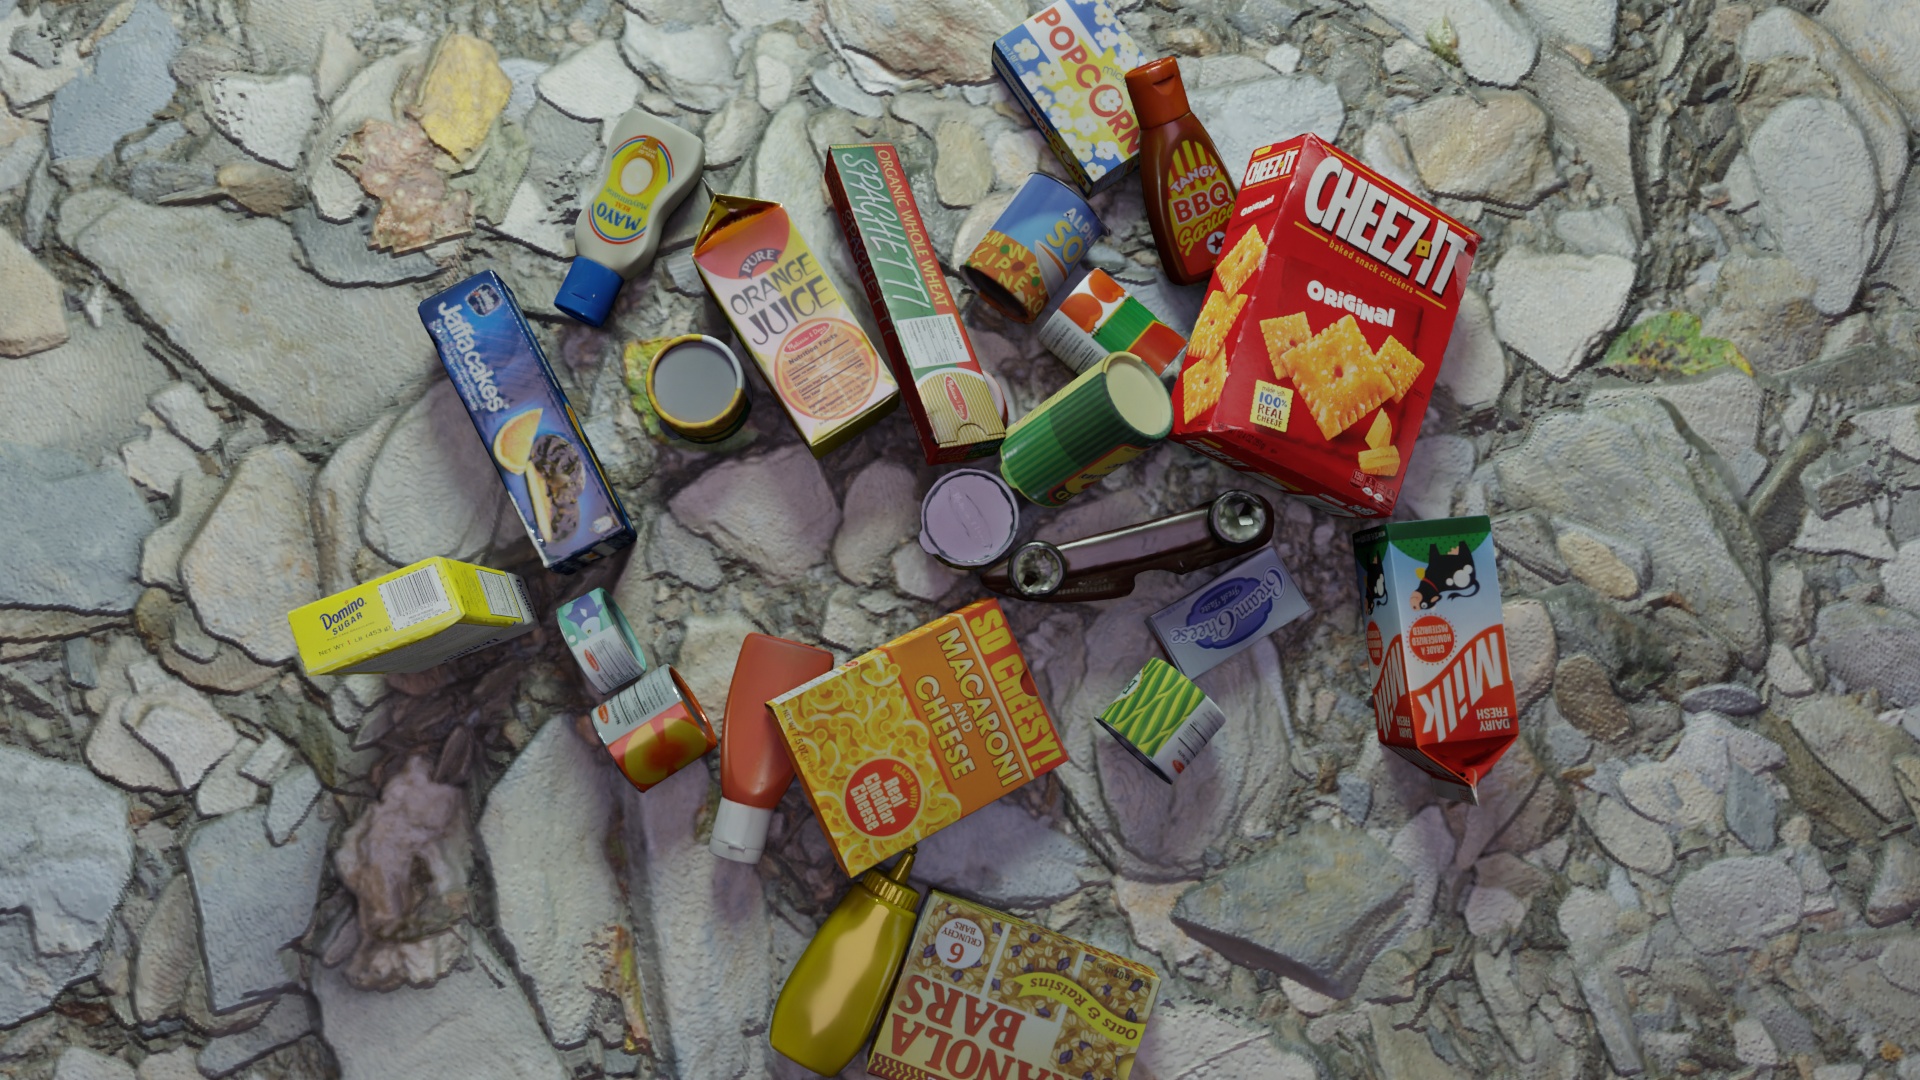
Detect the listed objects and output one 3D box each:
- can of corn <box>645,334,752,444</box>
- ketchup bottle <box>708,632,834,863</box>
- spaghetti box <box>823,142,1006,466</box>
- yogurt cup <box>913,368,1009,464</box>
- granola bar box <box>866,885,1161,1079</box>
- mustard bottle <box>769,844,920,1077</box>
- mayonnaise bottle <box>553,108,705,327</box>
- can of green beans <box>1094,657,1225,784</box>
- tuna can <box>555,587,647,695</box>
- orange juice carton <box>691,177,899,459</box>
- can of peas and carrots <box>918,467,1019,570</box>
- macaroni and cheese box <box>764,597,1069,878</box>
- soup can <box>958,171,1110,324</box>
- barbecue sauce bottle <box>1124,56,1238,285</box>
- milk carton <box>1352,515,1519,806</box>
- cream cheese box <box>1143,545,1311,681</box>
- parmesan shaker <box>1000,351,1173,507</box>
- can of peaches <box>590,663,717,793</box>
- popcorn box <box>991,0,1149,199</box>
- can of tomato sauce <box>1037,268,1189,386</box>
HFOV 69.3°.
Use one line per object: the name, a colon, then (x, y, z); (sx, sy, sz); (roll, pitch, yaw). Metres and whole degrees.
can of corn: (-0.179, -0.101, 0.946); (0.071, 0.058, 0.071); (0, 85, -3)
ketchup bottle: (-0.133, 0.140, 0.933); (0.065, 0.043, 0.149); (15, 84, -5)
spaghetti box: (-0.034, -0.164, 0.930); (0.050, 0.028, 0.251); (-10, 65, -22)
yogurt cup: (0.001, -0.089, 0.957); (0.072, 0.054, 0.072); (0, 85, -3)
granola bar box: (0.035, 0.320, 0.927); (0.165, 0.039, 0.124); (21, 84, -1)
mustard bottle: (-0.066, 0.271, 0.922); (0.065, 0.049, 0.160); (30, 83, 0)
mayonnaise bottle: (-0.233, -0.221, 0.963); (0.065, 0.041, 0.148); (24, 83, -3)
can of green beans: (0.136, 0.121, 0.938); (0.071, 0.071, 0.058); (42, 84, 1)
tuna can: (-0.239, 0.065, 0.925); (0.033, 0.071, 0.071); (-28, 87, -6)
orange juice carton: (-0.121, -0.157, 0.948); (0.073, 0.071, 0.192); (-33, 88, -5)
can of peas and carrots: (0.003, -0.012, 0.947); (0.071, 0.058, 0.071); (0, 85, -2)
macaroni and cheese box: (-0.027, 0.127, 0.919); (0.167, 0.040, 0.123); (-26, 95, -15)
soup can: (0.051, -0.201, 0.963); (0.071, 0.071, 0.084); (37, 85, 1)
barbecue sauce bottle: (0.152, -0.255, 0.958); (0.065, 0.044, 0.148); (-26, 111, -9)
milk carton: (0.325, 0.082, 0.949); (0.073, 0.072, 0.190); (-5, 85, -4)
cream cheese box: (0.186, 0.051, 0.968); (0.104, 0.024, 0.053); (-30, 87, -5)
parmesan shaker: (0.082, -0.072, 0.924); (0.071, 0.102, 0.071); (21, 54, -31)
can of peaches: (-0.201, 0.125, 0.921); (0.058, 0.071, 0.071); (-32, 87, -6)
popcorn box: (0.091, -0.321, 0.991); (0.085, 0.038, 0.126); (-34, 87, -6)
can of tomato sauce: (0.106, -0.139, 0.962); (0.083, 0.071, 0.071); (40, 84, 2)
